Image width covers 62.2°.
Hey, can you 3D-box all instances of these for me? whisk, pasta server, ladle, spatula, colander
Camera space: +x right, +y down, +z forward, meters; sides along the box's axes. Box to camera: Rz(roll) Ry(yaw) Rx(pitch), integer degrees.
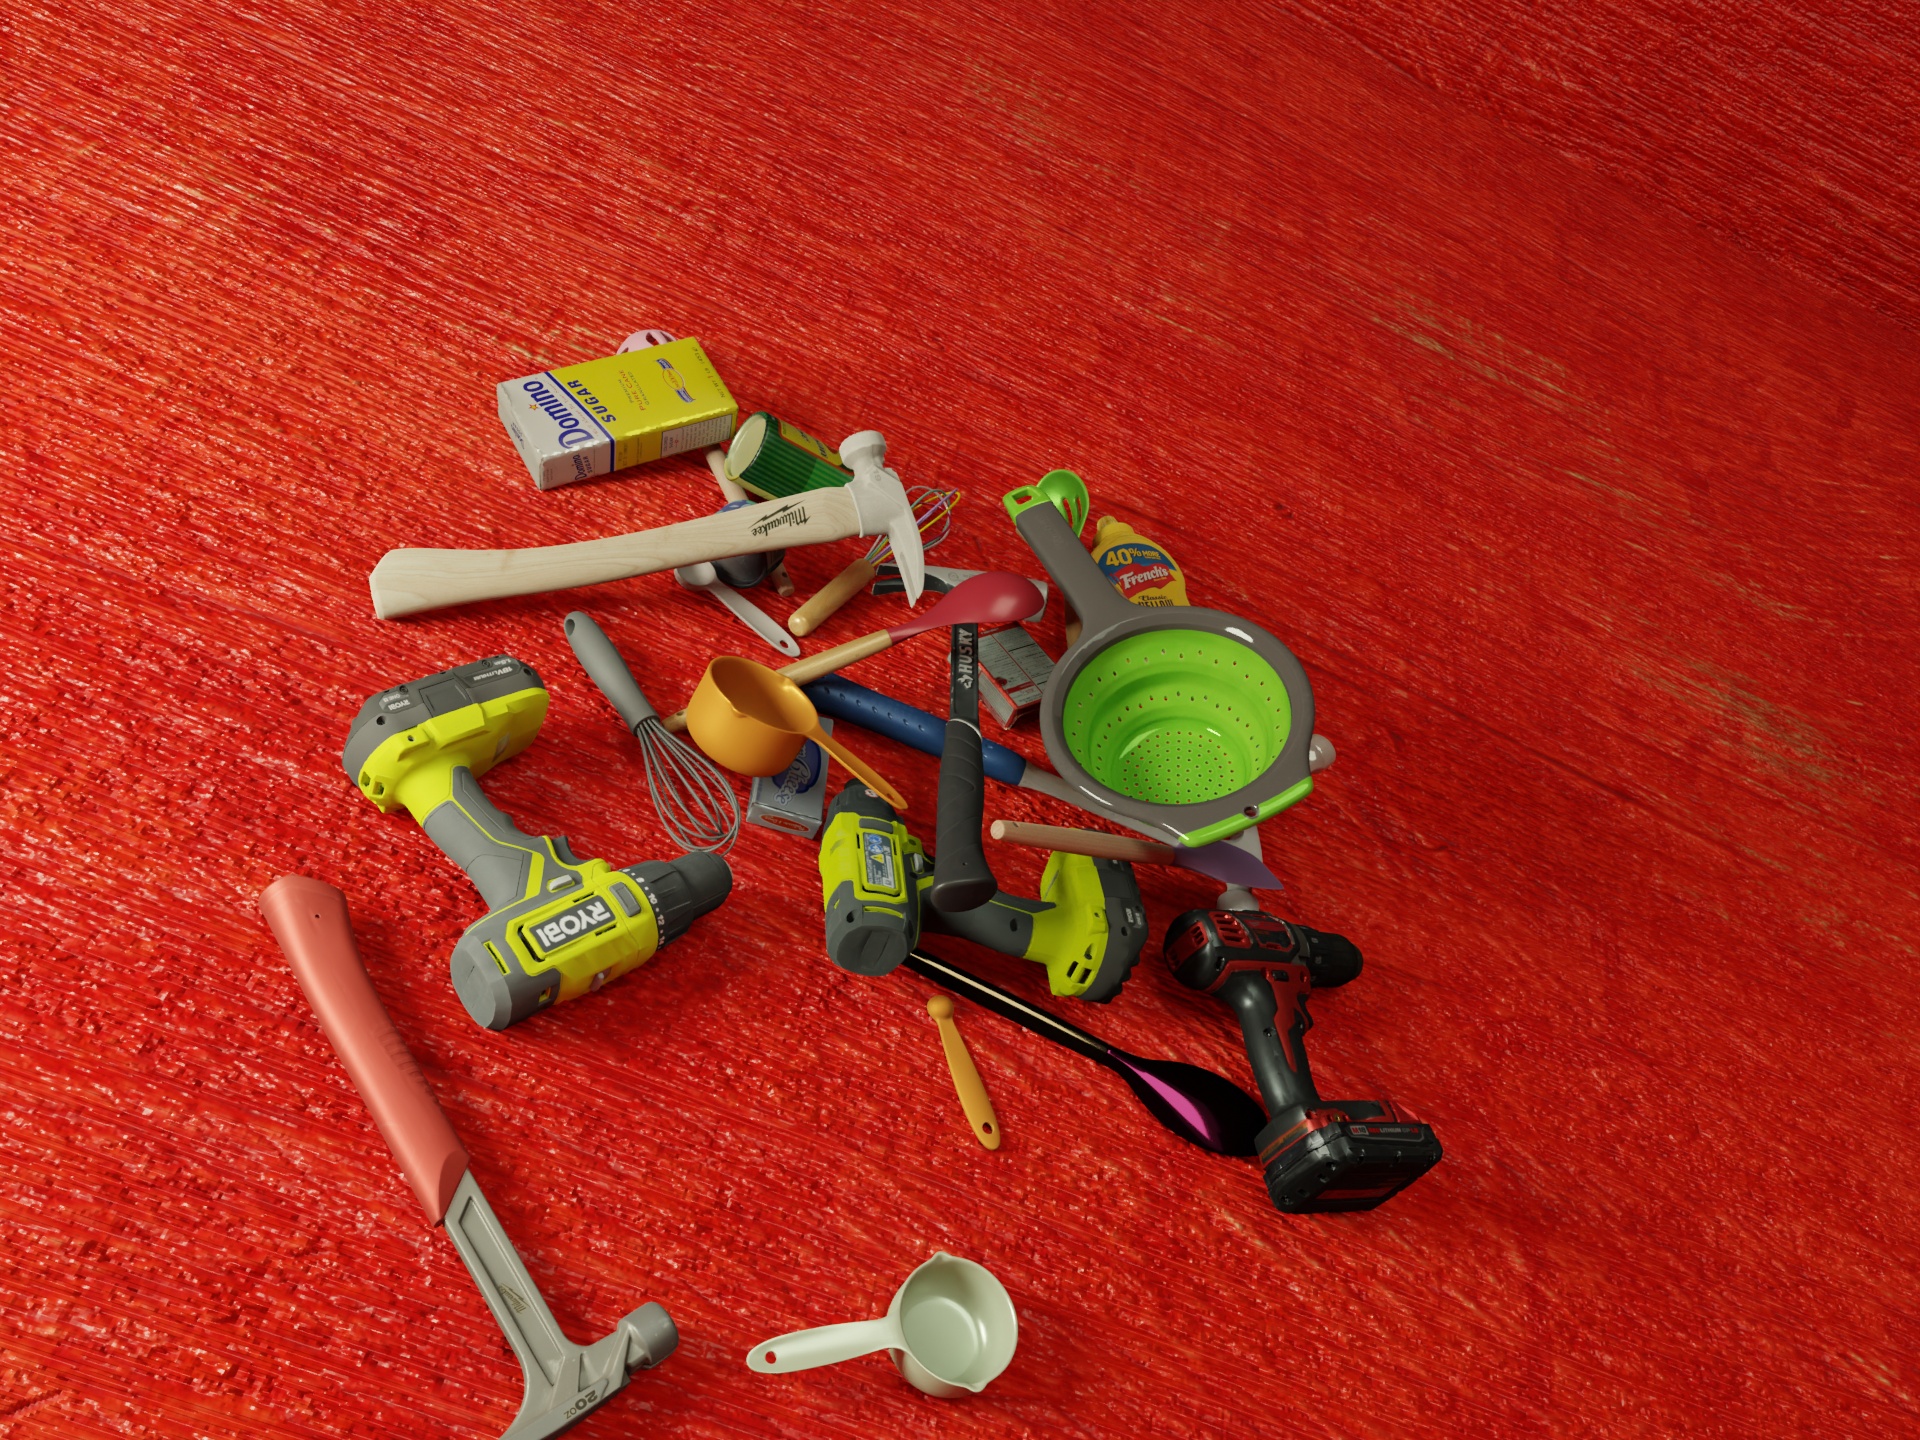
[{"bbox_3d":[-0.227,0.005,1.146,0.055,0.055,0.239,-15,55,-38],"label":"whisk"},{"bbox_3d":[-0.217,-0.229,1.377,0.060,0.040,0.316,-12,62,-36],"label":"pasta server"},{"bbox_3d":[-0.079,-0.053,1.214,0.315,0.031,0.069,-23,38,-15],"label":"ladle"},{"bbox_3d":[0.134,0.095,1.164,0.315,0.018,0.060,12,29,-44],"label":"spatula"},{"bbox_3d":[0.133,-0.040,1.270,0.204,0.094,0.398,-24,52,-9],"label":"colander"},{"bbox_3d":[-0.072,-0.139,1.367,0.047,0.051,0.245,22,44,22],"label":"whisk"}]

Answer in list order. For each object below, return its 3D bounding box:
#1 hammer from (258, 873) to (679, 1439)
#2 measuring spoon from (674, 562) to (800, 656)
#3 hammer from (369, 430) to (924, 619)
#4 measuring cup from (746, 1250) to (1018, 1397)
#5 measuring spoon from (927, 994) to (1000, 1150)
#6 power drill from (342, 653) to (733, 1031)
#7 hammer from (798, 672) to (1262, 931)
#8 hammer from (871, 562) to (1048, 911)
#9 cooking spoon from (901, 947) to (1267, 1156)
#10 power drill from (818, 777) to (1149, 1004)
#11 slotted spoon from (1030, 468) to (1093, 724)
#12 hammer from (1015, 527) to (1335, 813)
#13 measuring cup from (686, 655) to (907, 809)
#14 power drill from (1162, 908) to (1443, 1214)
[{"bbox_3d":[-0.311,0.238,0.891,0.149,0.036,0.359,-21,64,-40],"label":"hammer"},{"bbox_3d":[-0.181,-0.088,1.278,0.124,0.018,0.034,39,43,-1],"label":"measuring spoon"},{"bbox_3d":[-0.228,-0.121,1.202,0.410,0.038,0.146,-13,73,-21],"label":"hammer"},{"bbox_3d":[-0.048,0.362,0.923,0.167,0.038,0.083,0,52,-26],"label":"measuring cup"},{"bbox_3d":[0.004,0.237,1.081,0.021,0.011,0.117,-2,53,-30],"label":"measuring spoon"},{"bbox_3d":[-0.274,0.071,1.035,0.190,0.080,0.229,-24,68,-41],"label":"power drill"},{"bbox_3d":[0.059,0.042,1.272,0.405,0.035,0.144,23,44,-9],"label":"hammer"},{"bbox_3d":[-0.002,-0.004,1.204,0.149,0.036,0.409,11,36,-7],"label":"hammer"},{"bbox_3d":[0.079,0.225,1.128,0.319,0.017,0.069,27,40,-4],"label":"cooking spoon"},{"bbox_3d":[0.010,0.117,1.138,0.223,0.080,0.171,13,34,-17],"label":"power drill"},{"bbox_3d":[0.100,-0.102,1.414,0.031,0.070,0.314,30,41,-36],"label":"slotted spoon"},{"bbox_3d":[0.164,-0.055,1.344,0.130,0.031,0.331,-33,74,-34],"label":"hammer"},{"bbox_3d":[-0.118,0.026,1.131,0.173,0.052,0.095,38,22,4],"label":"measuring cup"},{"bbox_3d":[0.261,0.240,1.171,0.187,0.080,0.227,10,43,-36],"label":"power drill"}]
